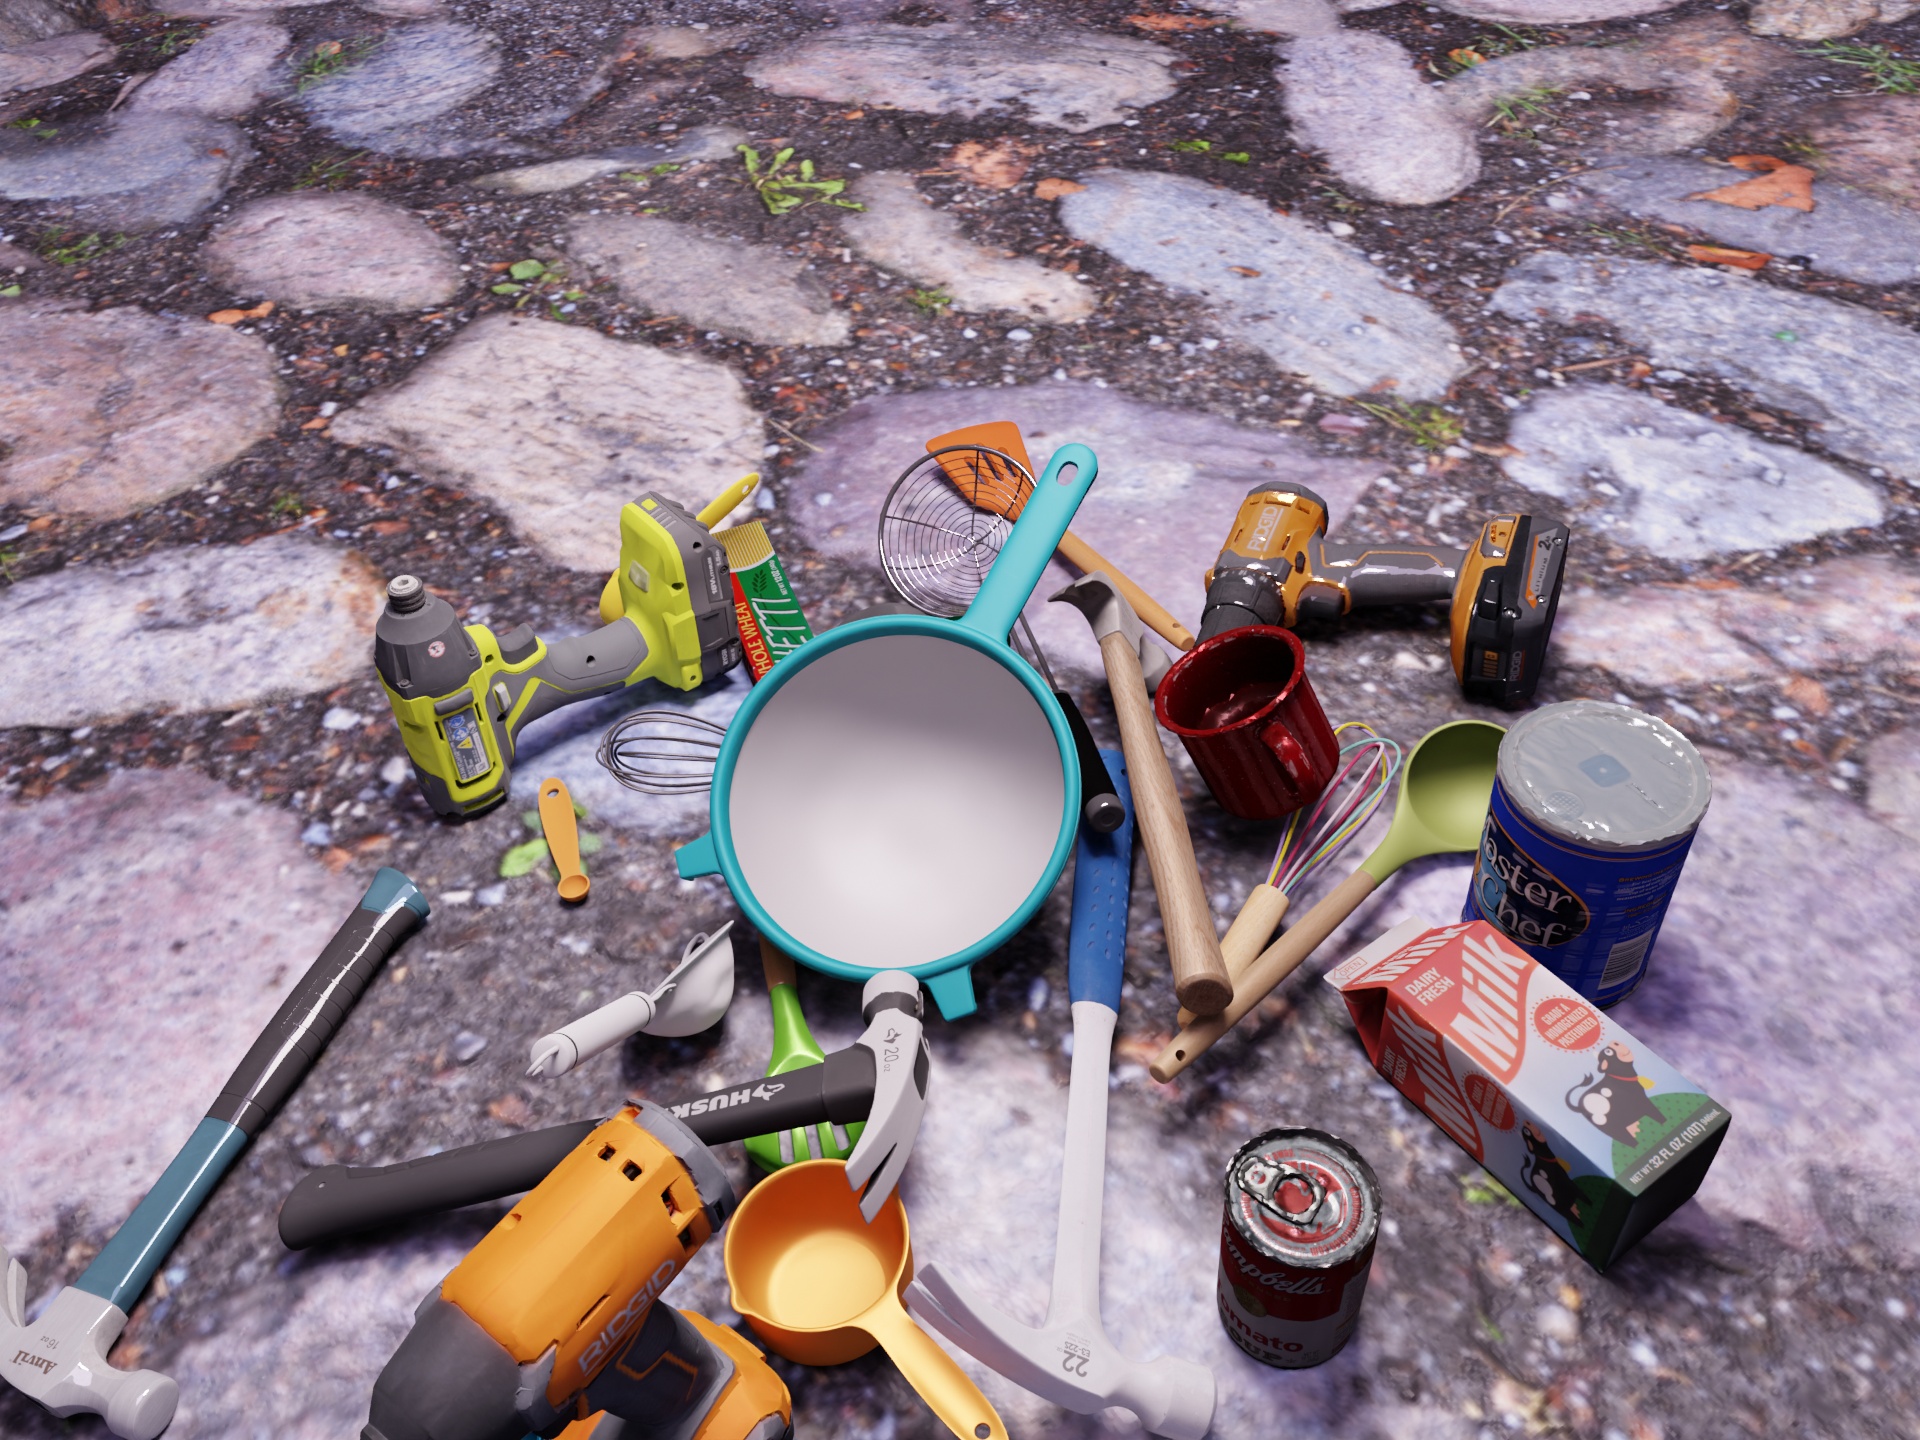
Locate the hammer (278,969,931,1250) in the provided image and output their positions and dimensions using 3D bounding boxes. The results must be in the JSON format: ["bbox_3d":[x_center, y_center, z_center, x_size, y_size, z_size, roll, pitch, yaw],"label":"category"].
[{"bbox_3d":[-0.178,0.214,0.789,0.335,0.035,0.146,-14,27,5],"label":"hammer"}]

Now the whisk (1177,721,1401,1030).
[{"bbox_3d":[0.194,0.090,0.924,0.051,0.047,0.245,14,50,36],"label":"whisk"}]

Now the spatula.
[{"bbox_3d":[0.077,-0.137,1.153,0.081,0.041,0.323,-17,37,-20],"label":"spatula"}]

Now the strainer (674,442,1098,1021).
[{"bbox_3d":[-0.001,-0.003,0.935,0.211,0.095,0.340,25,78,16],"label":"strainer"}]

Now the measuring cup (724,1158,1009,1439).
[{"bbox_3d":[-0.038,0.282,0.736,0.095,0.052,0.174,-33,52,-26],"label":"measuring cup"}]

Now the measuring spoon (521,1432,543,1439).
[{"bbox_3d":[-0.230,0.362,0.701,0.042,0.021,0.129,21,59,26],"label":"measuring spoon"}]

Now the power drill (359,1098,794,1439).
[{"bbox_3d":[-0.149,0.272,0.629,0.084,0.226,0.164,25,51,28],"label":"power drill"}]

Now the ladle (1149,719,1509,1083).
[{"bbox_3d":[0.215,0.098,0.878,0.320,0.062,0.078,-34,78,-33],"label":"ladle"}]

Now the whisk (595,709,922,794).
[{"bbox_3d":[-0.107,0.028,0.996,0.239,0.055,0.055,6,43,-7],"label":"whisk"}]

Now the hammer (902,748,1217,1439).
[{"bbox_3d":[0.065,0.160,0.839,0.144,0.035,0.406,22,40,-10],"label":"hammer"}]

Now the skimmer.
[{"bbox_3d":[0.029,-0.062,1.031,0.127,0.090,0.364,-34,35,10],"label":"skimmer"}]

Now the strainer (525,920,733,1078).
[{"bbox_3d":[-0.162,0.149,0.810,0.087,0.258,0.050,-43,84,8],"label":"strainer"}]

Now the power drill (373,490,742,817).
[{"bbox_3d":[-0.259,-0.053,1.025,0.223,0.171,0.080,-29,48,-27],"label":"power drill"}]

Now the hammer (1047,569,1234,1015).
[{"bbox_3d":[0.108,0.029,0.921,0.031,0.129,0.332,-28,38,18],"label":"hammer"}]

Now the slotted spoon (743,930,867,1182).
[{"bbox_3d":[-0.103,0.136,0.913,0.070,0.031,0.314,-11,42,-6],"label":"slotted spoon"}]

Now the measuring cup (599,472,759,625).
[{"bbox_3d":[-0.193,-0.119,1.144,0.029,0.062,0.156,38,76,23],"label":"measuring cup"}]

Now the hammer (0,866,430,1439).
[{"bbox_3d":[-0.387,0.210,0.860,0.128,0.033,0.331,11,46,15],"label":"hammer"}]

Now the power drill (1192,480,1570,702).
[{"bbox_3d":[0.273,-0.076,1.061,0.226,0.084,0.185,12,48,23],"label":"power drill"}]

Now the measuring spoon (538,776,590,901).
[{"bbox_3d":[-0.251,0.075,1.005,0.021,0.011,0.117,-18,41,-11],"label":"measuring spoon"}]
